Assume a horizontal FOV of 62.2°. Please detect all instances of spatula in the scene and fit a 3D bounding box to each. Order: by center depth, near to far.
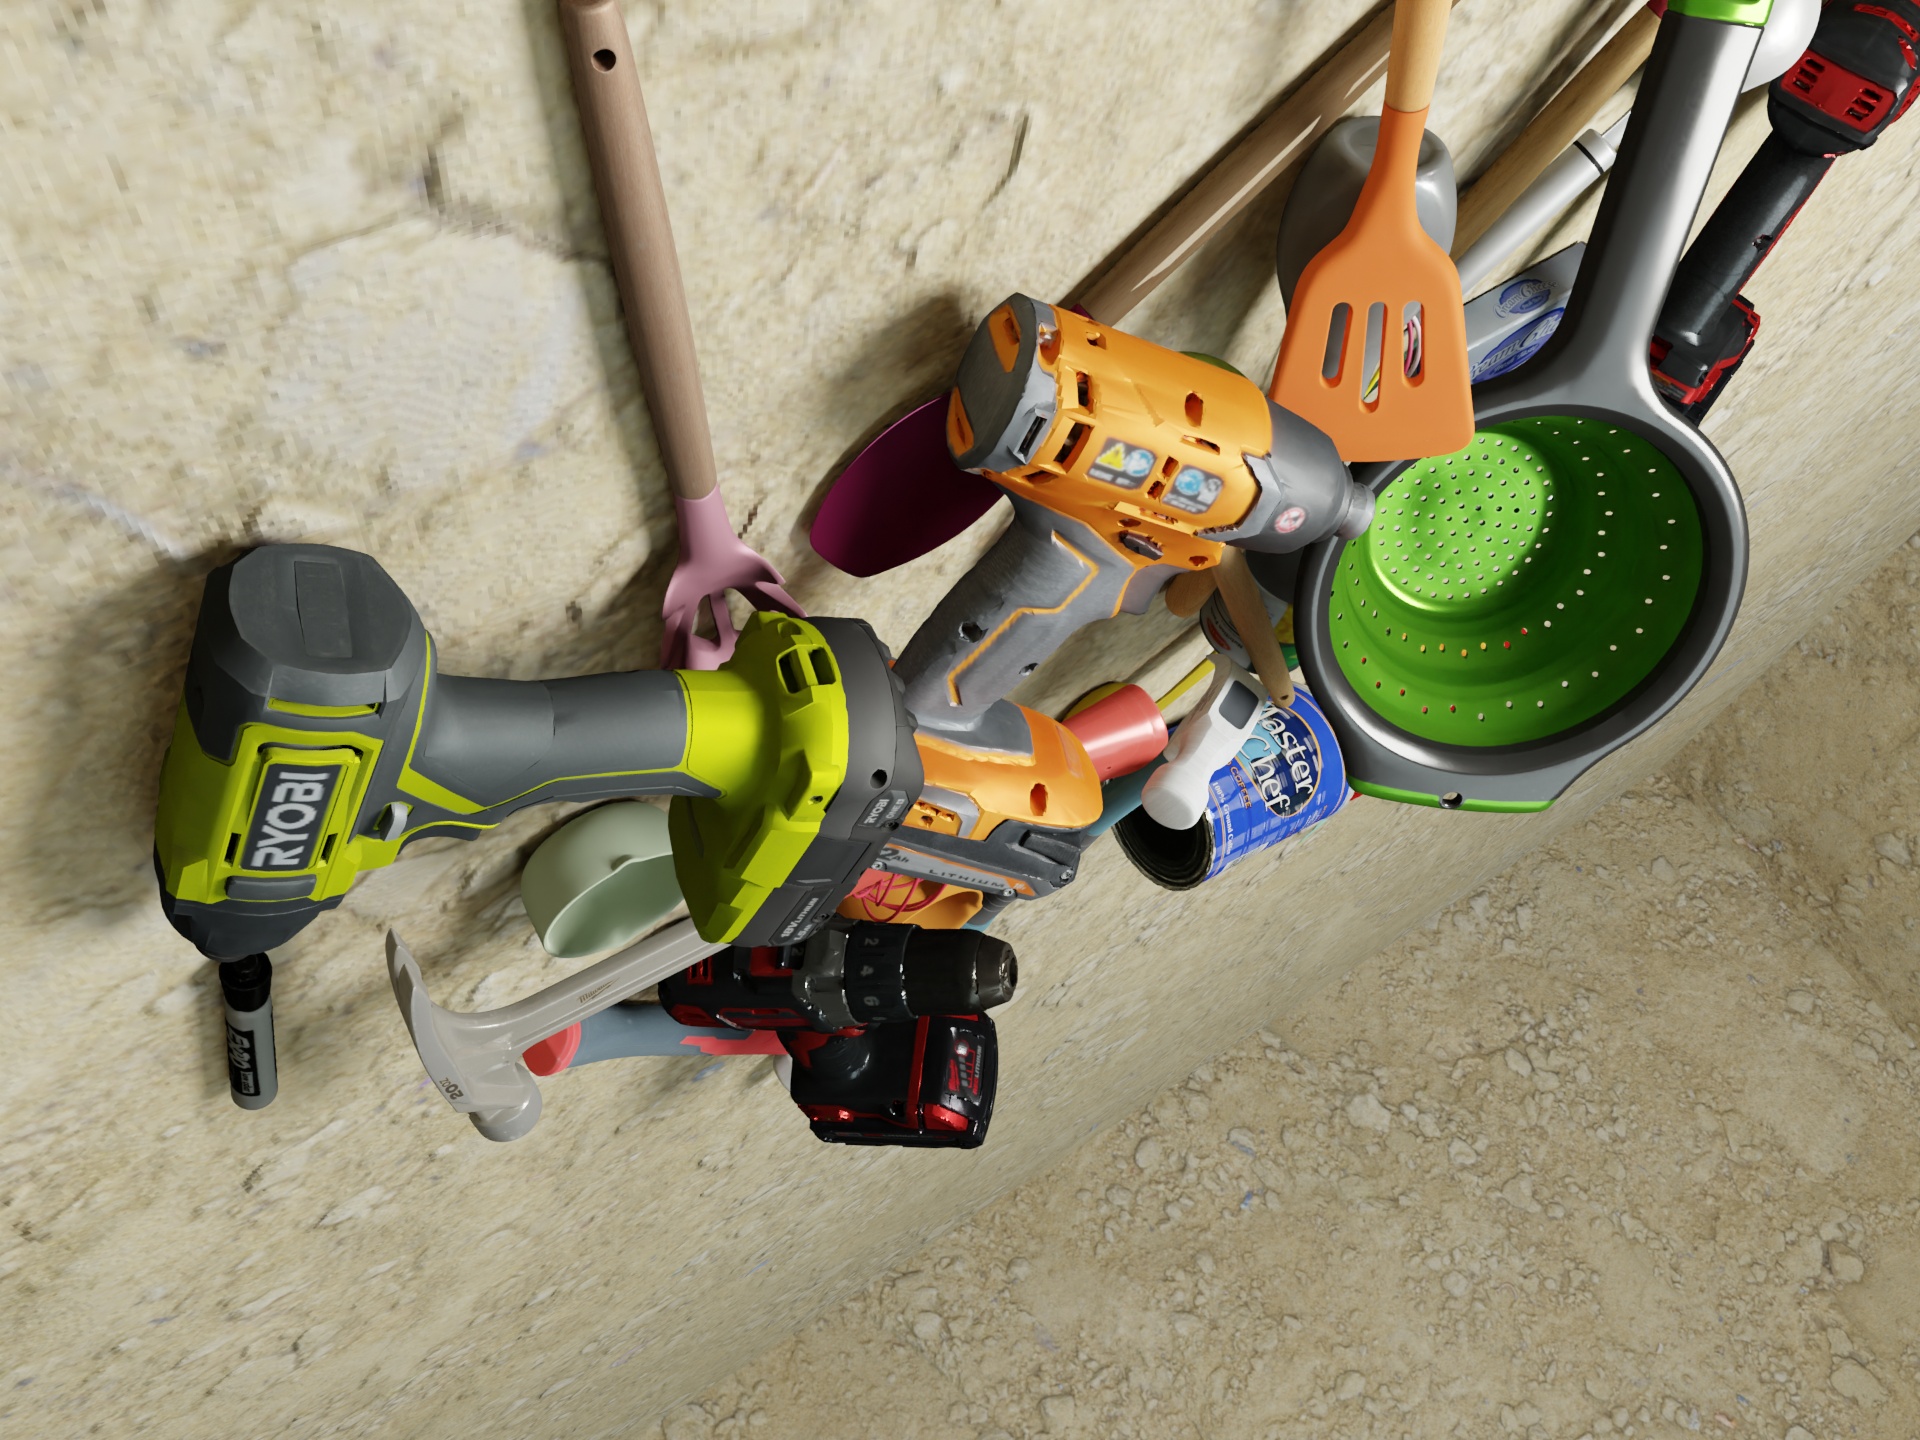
[{"bbox_3d":[0.144,-0.210,0.496,0.081,0.041,0.322,1,144,6],"label":"spatula"}]

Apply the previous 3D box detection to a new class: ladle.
[{"bbox_3d":[0.264,-0.267,0.651,0.069,0.031,0.315,2,141,-44],"label":"ladle"},{"bbox_3d":[0.127,-0.067,0.744,0.078,0.062,0.319,-19,150,13],"label":"ladle"}]

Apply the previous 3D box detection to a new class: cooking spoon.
[{"bbox_3d":[0.066,-0.164,0.574,0.319,0.017,0.068,-41,143,13],"label":"cooking spoon"}]

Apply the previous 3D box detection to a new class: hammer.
[{"bbox_3d":[-0.064,0.064,0.701,0.359,0.037,0.149,-26,147,-18],"label":"hammer"},{"bbox_3d":[0.070,0.059,0.906,0.128,0.033,0.331,-52,-176,-34],"label":"hammer"},{"bbox_3d":[-0.131,0.182,0.978,0.143,0.038,0.386,-41,159,9],"label":"hammer"}]

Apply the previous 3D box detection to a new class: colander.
[{"bbox_3d":[0.264,-0.147,0.717,0.204,0.095,0.396,6,120,-4],"label":"colander"}]

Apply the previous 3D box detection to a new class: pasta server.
[{"bbox_3d":[-0.083,-0.084,0.489,0.060,0.040,0.316,-18,155,-11],"label":"pasta server"}]

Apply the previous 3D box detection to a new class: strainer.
[{"bbox_3d":[0.287,-0.254,0.697,0.258,0.050,0.086,-42,143,23],"label":"strainer"}]

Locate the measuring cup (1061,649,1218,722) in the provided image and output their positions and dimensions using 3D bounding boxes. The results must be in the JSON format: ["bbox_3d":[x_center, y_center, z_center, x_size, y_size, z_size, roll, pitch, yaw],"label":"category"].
[{"bbox_3d":[0.123,-0.029,0.939,0.156,0.029,0.062,-39,159,2],"label":"measuring cup"}]

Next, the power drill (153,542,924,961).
[{"bbox_3d":[-0.141,0.024,0.527,0.223,0.080,0.171,3,141,-33],"label":"power drill"}]

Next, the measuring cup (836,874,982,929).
[{"bbox_3d":[-0.022,0.082,0.916,0.095,0.052,0.173,-19,152,-37],"label":"measuring cup"}]

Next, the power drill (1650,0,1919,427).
[{"bbox_3d":[0.402,-0.259,0.796,0.143,0.078,0.219,-42,162,-39],"label":"power drill"}]

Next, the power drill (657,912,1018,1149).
[{"bbox_3d":[-0.041,0.168,0.880,0.188,0.080,0.226,-3,149,17],"label":"power drill"}]

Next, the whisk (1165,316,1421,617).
[{"bbox_3d":[0.154,-0.125,0.768,0.051,0.047,0.244,-21,159,-27],"label":"whisk"}]

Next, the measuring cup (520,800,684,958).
[{"bbox_3d":[-0.120,0.049,0.718,0.167,0.038,0.083,-27,157,-28],"label":"measuring cup"}]

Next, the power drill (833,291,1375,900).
[{"bbox_3d":[0.044,-0.036,0.604,0.164,0.084,0.226,14,127,-23],"label":"power drill"}]

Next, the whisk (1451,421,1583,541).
[{"bbox_3d":[0.310,-0.198,0.777,0.058,0.059,0.246,-58,170,-61],"label":"whisk"}]

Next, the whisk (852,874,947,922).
[{"bbox_3d":[-0.001,-0.002,0.765,0.073,0.073,0.295,-17,147,-40],"label":"whisk"}]
